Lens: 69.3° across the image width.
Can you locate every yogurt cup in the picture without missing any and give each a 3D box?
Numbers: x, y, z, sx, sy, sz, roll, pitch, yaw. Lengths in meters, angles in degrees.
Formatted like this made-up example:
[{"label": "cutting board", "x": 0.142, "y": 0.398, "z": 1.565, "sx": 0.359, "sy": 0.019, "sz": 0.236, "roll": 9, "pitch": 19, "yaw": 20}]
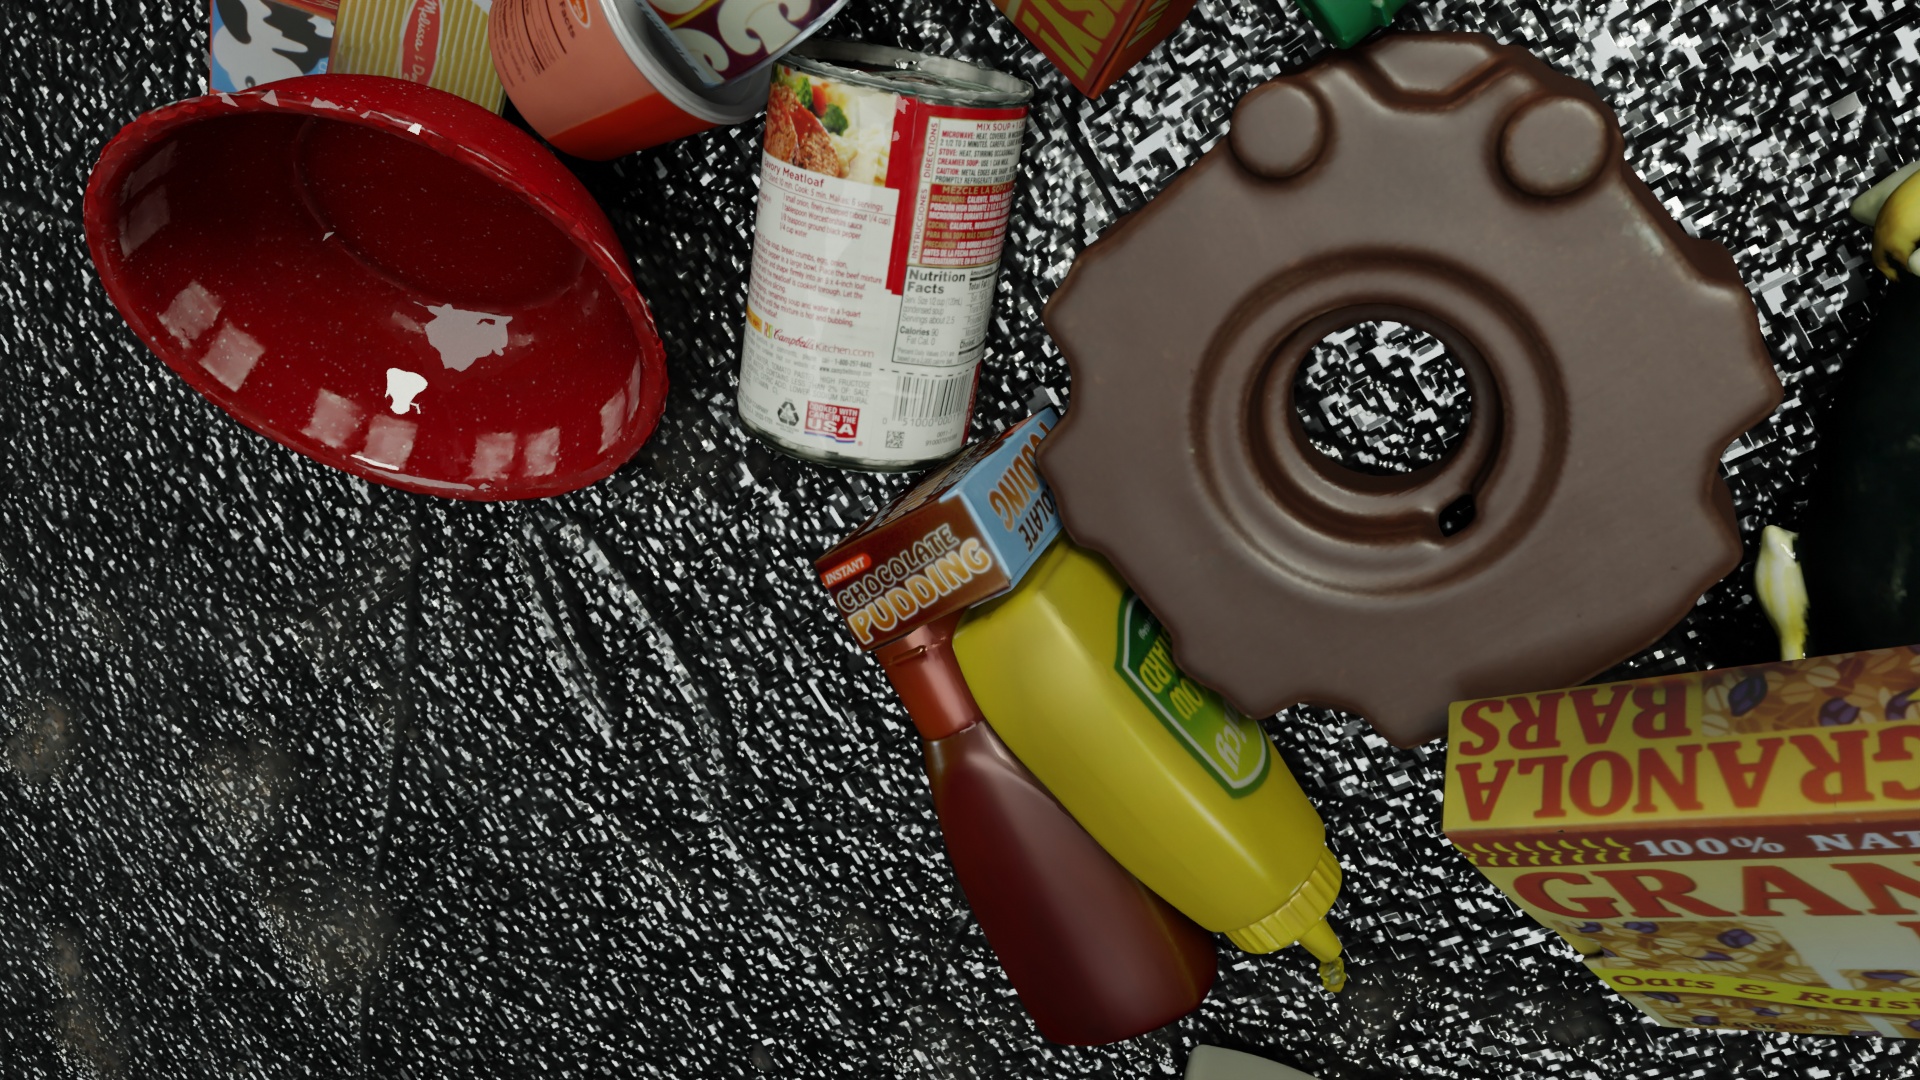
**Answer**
[{"label": "yogurt cup", "x": -0.091, "y": -0.139, "z": 0.383, "sx": 0.054, "sy": 0.073, "sz": 0.072, "roll": -14, "pitch": 104, "yaw": 34}]

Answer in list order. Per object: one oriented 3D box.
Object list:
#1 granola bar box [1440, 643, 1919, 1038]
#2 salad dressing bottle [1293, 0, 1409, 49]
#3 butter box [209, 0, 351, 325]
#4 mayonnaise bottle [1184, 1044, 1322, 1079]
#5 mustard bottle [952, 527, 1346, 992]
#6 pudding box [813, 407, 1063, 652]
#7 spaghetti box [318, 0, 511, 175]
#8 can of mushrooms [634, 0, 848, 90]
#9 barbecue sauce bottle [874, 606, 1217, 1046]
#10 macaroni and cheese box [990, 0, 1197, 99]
[{"label": "granola bar box", "x": 0.210, "y": 0.070, "z": 0.300, "sx": 0.165, "sy": 0.039, "sz": 0.124, "roll": -16, "pitch": 135, "yaw": 44}, {"label": "salad dressing bottle", "x": 0.126, "y": -0.164, "z": 0.278, "sx": 0.147, "sy": 0.064, "sz": 0.044, "roll": -40, "pitch": 71, "yaw": 17}, {"label": "butter box", "x": -0.219, "y": -0.127, "z": 0.458, "sx": 0.053, "sy": 0.024, "sz": 0.103, "roll": 21, "pitch": 116, "yaw": 12}, {"label": "mayonnaise bottle", "x": 0.138, "y": 0.203, "z": 0.425, "sx": 0.148, "sy": 0.065, "sz": 0.041, "roll": 13, "pitch": 113, "yaw": 13}, {"label": "mustard bottle", "x": 0.066, "y": 0.070, "z": 0.403, "sx": 0.048, "sy": 0.065, "sz": 0.160, "roll": -35, "pitch": 100, "yaw": 34}, {"label": "pudding box", "x": 0.001, "y": -0.005, "z": 0.385, "sx": 0.049, "sy": 0.084, "sz": 0.030, "roll": -25, "pitch": 99, "yaw": 28}, {"label": "spaghetti box", "x": -0.122, "y": -0.223, "z": 0.371, "sx": 0.050, "sy": 0.029, "sz": 0.248, "roll": 16, "pitch": 119, "yaw": -18}, {"label": "can of mushrooms", "x": -0.046, "y": -0.145, "z": 0.336, "sx": 0.071, "sy": 0.071, "sz": 0.033, "roll": -25, "pitch": 124, "yaw": 27}, {"label": "barbecue sauce bottle", "x": 0.021, "y": 0.084, "z": 0.434, "sx": 0.064, "sy": 0.044, "sz": 0.148, "roll": -24, "pitch": 99, "yaw": 28}, {"label": "macaroni and cheese box", "x": 0.000, "y": -0.192, "z": 0.299, "sx": 0.166, "sy": 0.040, "sz": 0.123, "roll": 46, "pitch": 163, "yaw": 0}]
